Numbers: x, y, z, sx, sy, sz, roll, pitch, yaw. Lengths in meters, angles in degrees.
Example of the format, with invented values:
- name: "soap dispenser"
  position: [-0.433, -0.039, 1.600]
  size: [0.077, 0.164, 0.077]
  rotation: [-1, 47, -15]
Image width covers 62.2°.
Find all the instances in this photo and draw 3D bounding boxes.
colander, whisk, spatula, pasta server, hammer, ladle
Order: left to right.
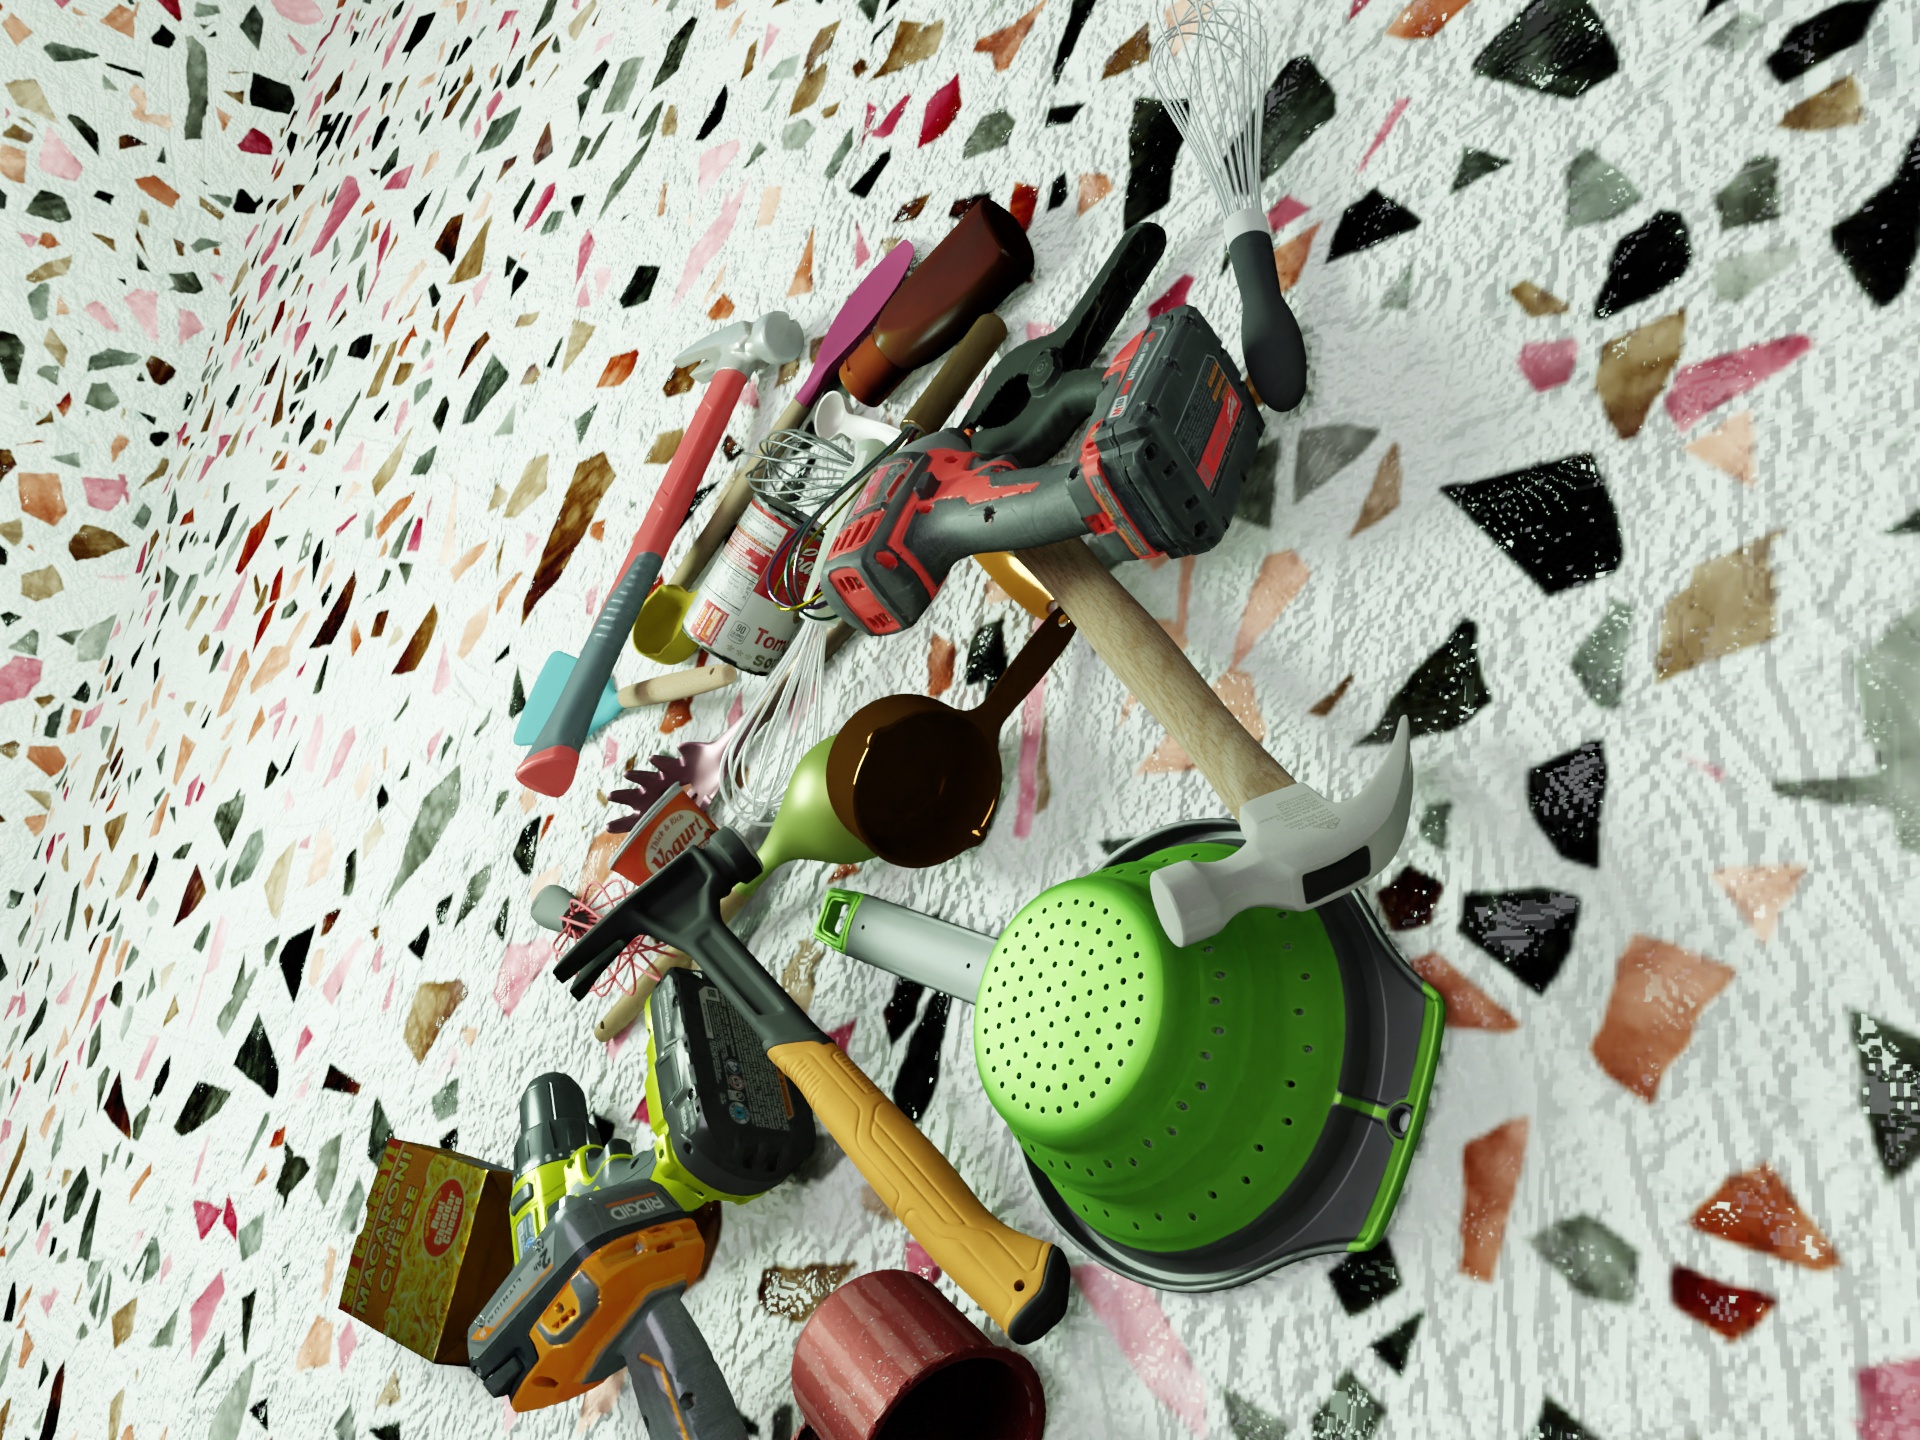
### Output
- name: "whisk"
  position: [-0.243, 0.132, 1.033]
  size: [0.296, 0.073, 0.073]
  rotation: [-2, 69, 65]
- name: "spatula"
  position: [-0.237, -0.021, 1.127]
  size: [0.317, 0.044, 0.082]
  rotation: [-8, 58, 57]
- name: "hammer"
  position: [-0.232, -0.124, 1.152]
  size: [0.143, 0.038, 0.386]
  rotation: [-4, 59, 50]
- name: "ladle"
  position: [-0.135, 0.115, 0.970]
  size: [0.320, 0.062, 0.078]
  rotation: [-45, 56, 34]
- name: "pasta server"
  position: [-0.117, -0.021, 1.014]
  size: [0.316, 0.040, 0.060]
  rotation: [-44, 70, 22]
- name: "hammer"
  position: [-0.073, 0.183, 0.790]
  size: [0.127, 0.034, 0.337]
  rotation: [-39, 51, -16]
- name: "whisk"
  position: [-0.088, -0.053, 0.966]
  size: [0.058, 0.059, 0.246]
  rotation: [-145, 73, -83]
- name: "whisk"
  position: [-0.064, -0.158, 1.018]
  size: [0.239, 0.055, 0.055]
  rotation: [15, 83, 47]
- name: "whisk"
  position: [-0.034, -0.152, 0.933]
  size: [0.245, 0.051, 0.047]
  rotation: [-57, 11, -25]
- name: "colander"
  position: [0.022, 0.120, 0.733]
  size: [0.397, 0.094, 0.204]
  rotation: [10, 79, 51]
- name: "hammer"
  position: [0.095, -0.021, 0.736]
  size: [0.130, 0.031, 0.332]
  rotation: [-19, 33, -8]
- name: "whisk"
  position: [0.144, -0.280, 0.833]
  size: [0.070, 0.070, 0.285]
  rotation: [-28, 57, 38]

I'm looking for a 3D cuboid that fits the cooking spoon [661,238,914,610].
- name: "cooking spoon"
  position: [-0.126, -0.206, 1.135]
  size: [0.319, 0.017, 0.069]
  rotation: [-52, 30, 16]

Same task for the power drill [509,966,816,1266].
- name: "power drill"
  position: [-0.191, 0.247, 0.930]
  size: [0.228, 0.080, 0.191]
  rotation: [-47, 43, 27]

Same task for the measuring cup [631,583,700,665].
- name: "measuring cup"
  position: [-0.166, -0.084, 1.121]
  size: [0.156, 0.029, 0.062]
  rotation: [-22, 54, 27]

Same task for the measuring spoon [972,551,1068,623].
- name: "measuring spoon"
  position: [0.030, -0.083, 0.900]
  size: [0.021, 0.011, 0.117]
  rotation: [-58, 43, 11]

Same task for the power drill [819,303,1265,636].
- name: "power drill"
  position: [0.036, -0.125, 0.817]
  size: [0.220, 0.078, 0.143]
  rotation: [-13, 37, 37]

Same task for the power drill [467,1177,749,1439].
- name: "power drill"
  position: [-0.143, 0.359, 0.772]
  size: [0.227, 0.084, 0.164]
  rotation: [46, 110, 26]

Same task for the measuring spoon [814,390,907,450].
- name: "measuring spoon"
  position: [-0.056, -0.189, 1.053]
  size: [0.124, 0.018, 0.034]
  rotation: [32, 109, 45]

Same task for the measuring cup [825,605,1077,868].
- name: "measuring cup"
  position: [-0.001, -0.003, 0.851]
  size: [0.173, 0.095, 0.052]
  rotation: [-50, 32, -10]
